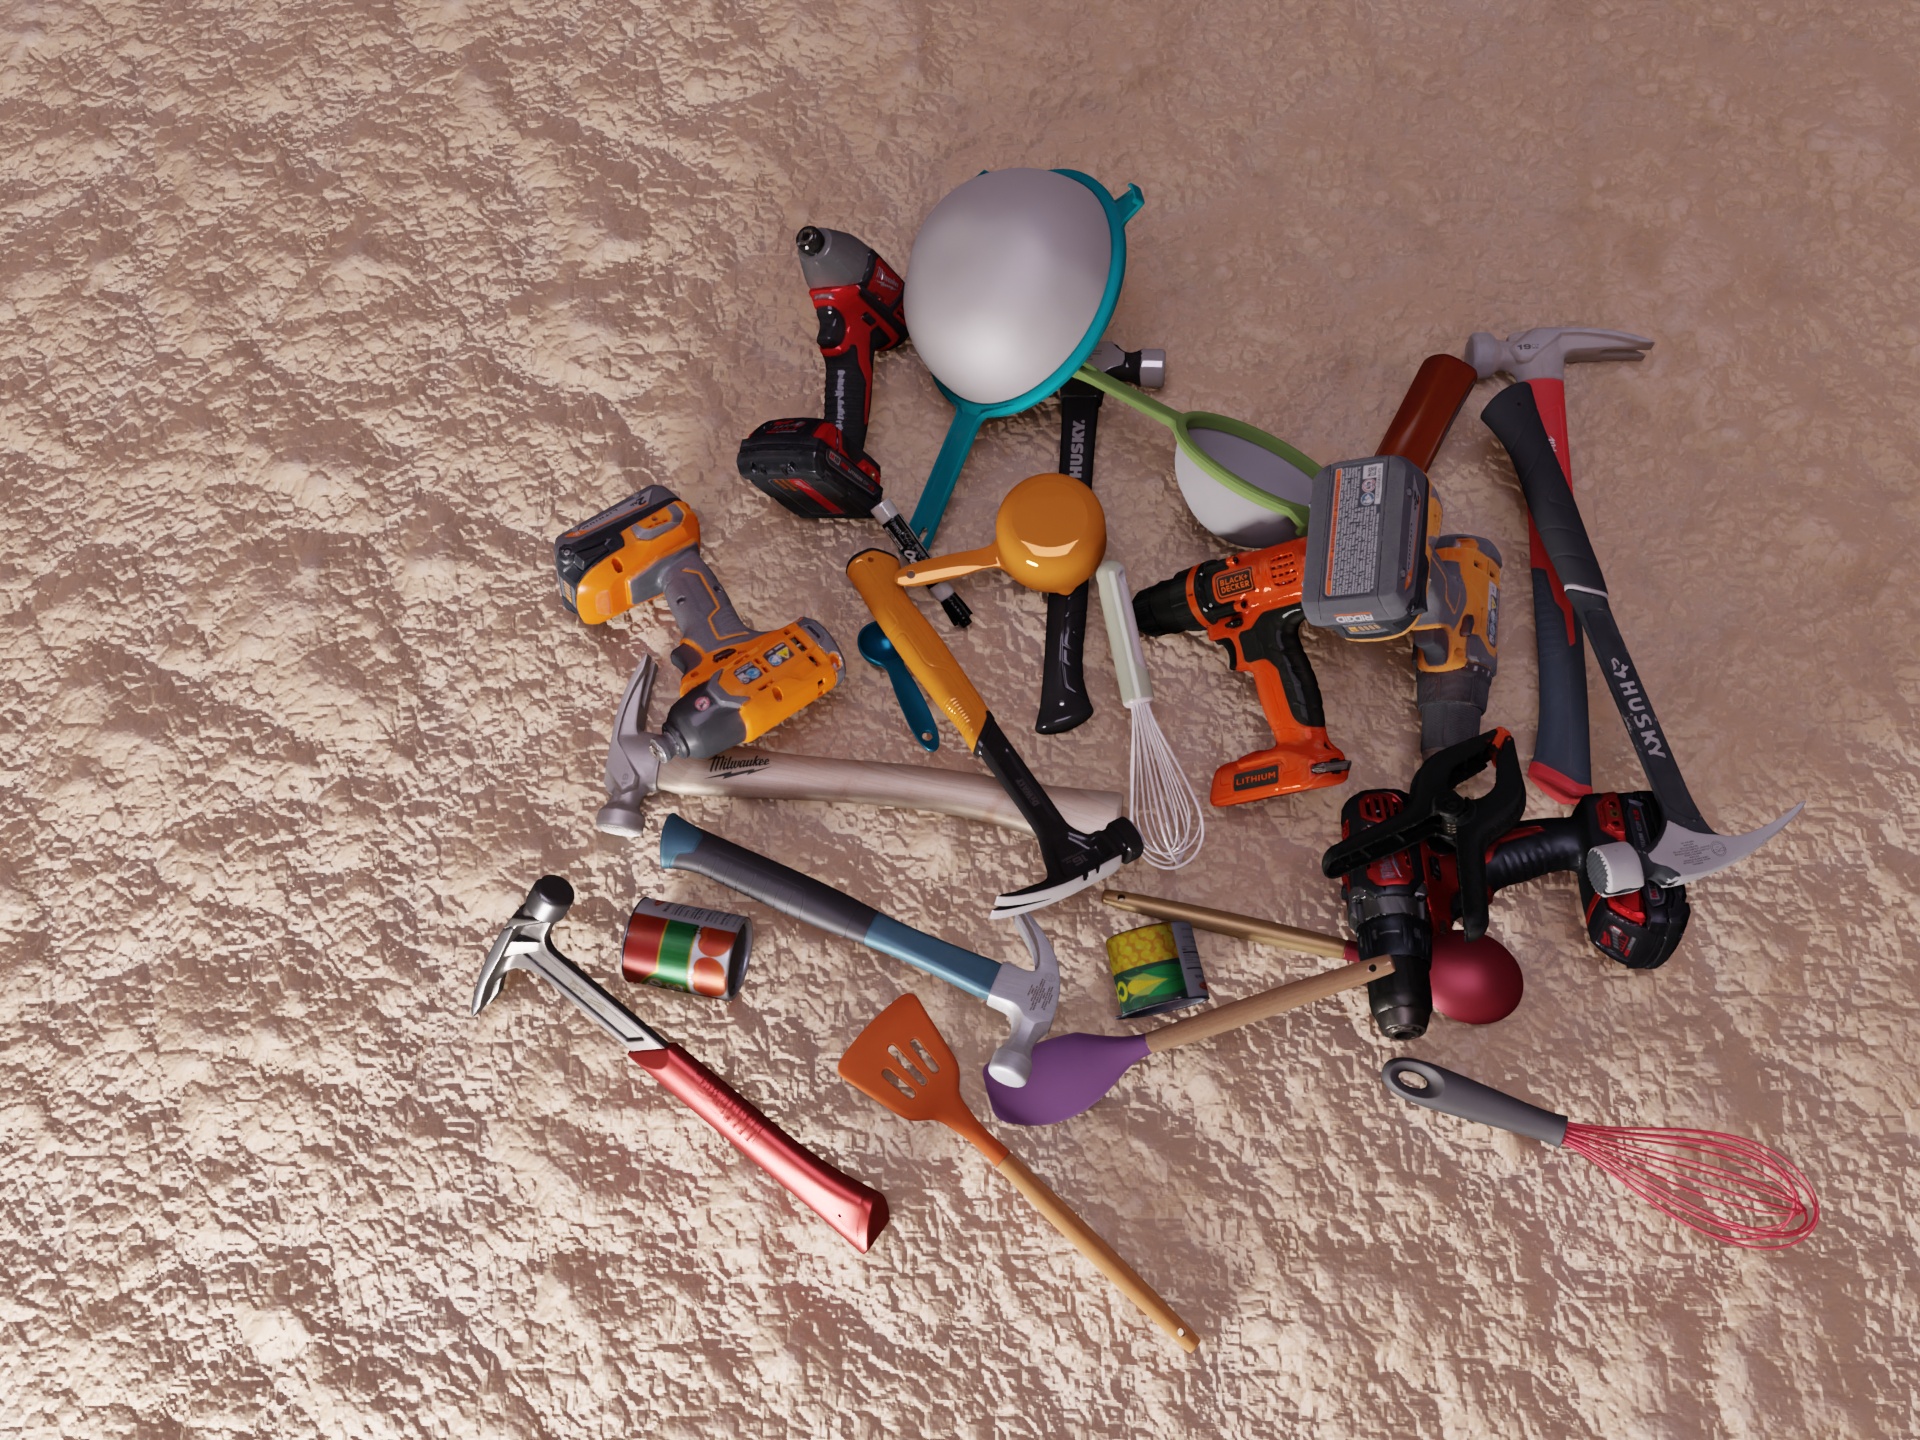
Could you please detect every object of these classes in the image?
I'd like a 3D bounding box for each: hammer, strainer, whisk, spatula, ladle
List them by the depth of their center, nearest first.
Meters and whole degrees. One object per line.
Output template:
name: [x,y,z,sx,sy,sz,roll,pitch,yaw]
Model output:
whisk: [0.443,0.295,1.115,0.296,0.073,0.073,17,77,17]
spatula: [0.160,0.226,1.141,0.316,0.018,0.060,-24,73,18]
spatula: [0.049,0.335,1.153,0.323,0.041,0.081,42,74,14]
hammer: [0.467,-0.077,1.155,0.149,0.036,0.409,-11,65,-2]
hammer: [-0.205,0.273,1.183,0.359,0.037,0.149,38,121,6]
ladle: [0.260,0.164,1.186,0.315,0.031,0.069,11,70,11]
hammer: [-0.080,0.151,1.192,0.331,0.033,0.128,23,56,8]
hammer: [-0.002,-0.004,1.222,0.127,0.034,0.337,-23,62,-22]
whisk: [0.140,-0.007,1.222,0.059,0.057,0.246,-17,77,26]
hammer: [0.478,-0.126,1.237,0.143,0.038,0.386,0,74,5]
hammer: [-0.077,0.040,1.253,0.410,0.038,0.146,6,74,8]
strainer: [0.178,-0.203,1.255,0.256,0.151,0.069,31,120,11]
strainer: [-0.002,-0.298,1.272,0.211,0.095,0.340,25,94,44]
hammer: [0.085,-0.151,1.289,0.146,0.035,0.335,3,75,6]

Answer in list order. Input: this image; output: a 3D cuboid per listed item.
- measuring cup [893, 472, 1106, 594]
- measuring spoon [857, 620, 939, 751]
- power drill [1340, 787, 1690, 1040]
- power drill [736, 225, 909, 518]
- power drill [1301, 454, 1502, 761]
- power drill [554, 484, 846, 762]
measuring cup: [0.030,-0.139,1.244,0.173,0.052,0.095,-14,74,-1]
measuring spoon: [-0.046,-0.024,1.264,0.042,0.021,0.129,-17,62,-17]
power drill: [0.389,0.135,1.134,0.226,0.080,0.188,-2,56,8]
power drill: [-0.104,-0.285,1.290,0.078,0.143,0.220,4,76,29]
power drill: [0.329,-0.071,1.151,0.084,0.226,0.185,-3,71,37]
power drill: [-0.221,-0.069,1.246,0.164,0.084,0.227,-35,66,-26]
